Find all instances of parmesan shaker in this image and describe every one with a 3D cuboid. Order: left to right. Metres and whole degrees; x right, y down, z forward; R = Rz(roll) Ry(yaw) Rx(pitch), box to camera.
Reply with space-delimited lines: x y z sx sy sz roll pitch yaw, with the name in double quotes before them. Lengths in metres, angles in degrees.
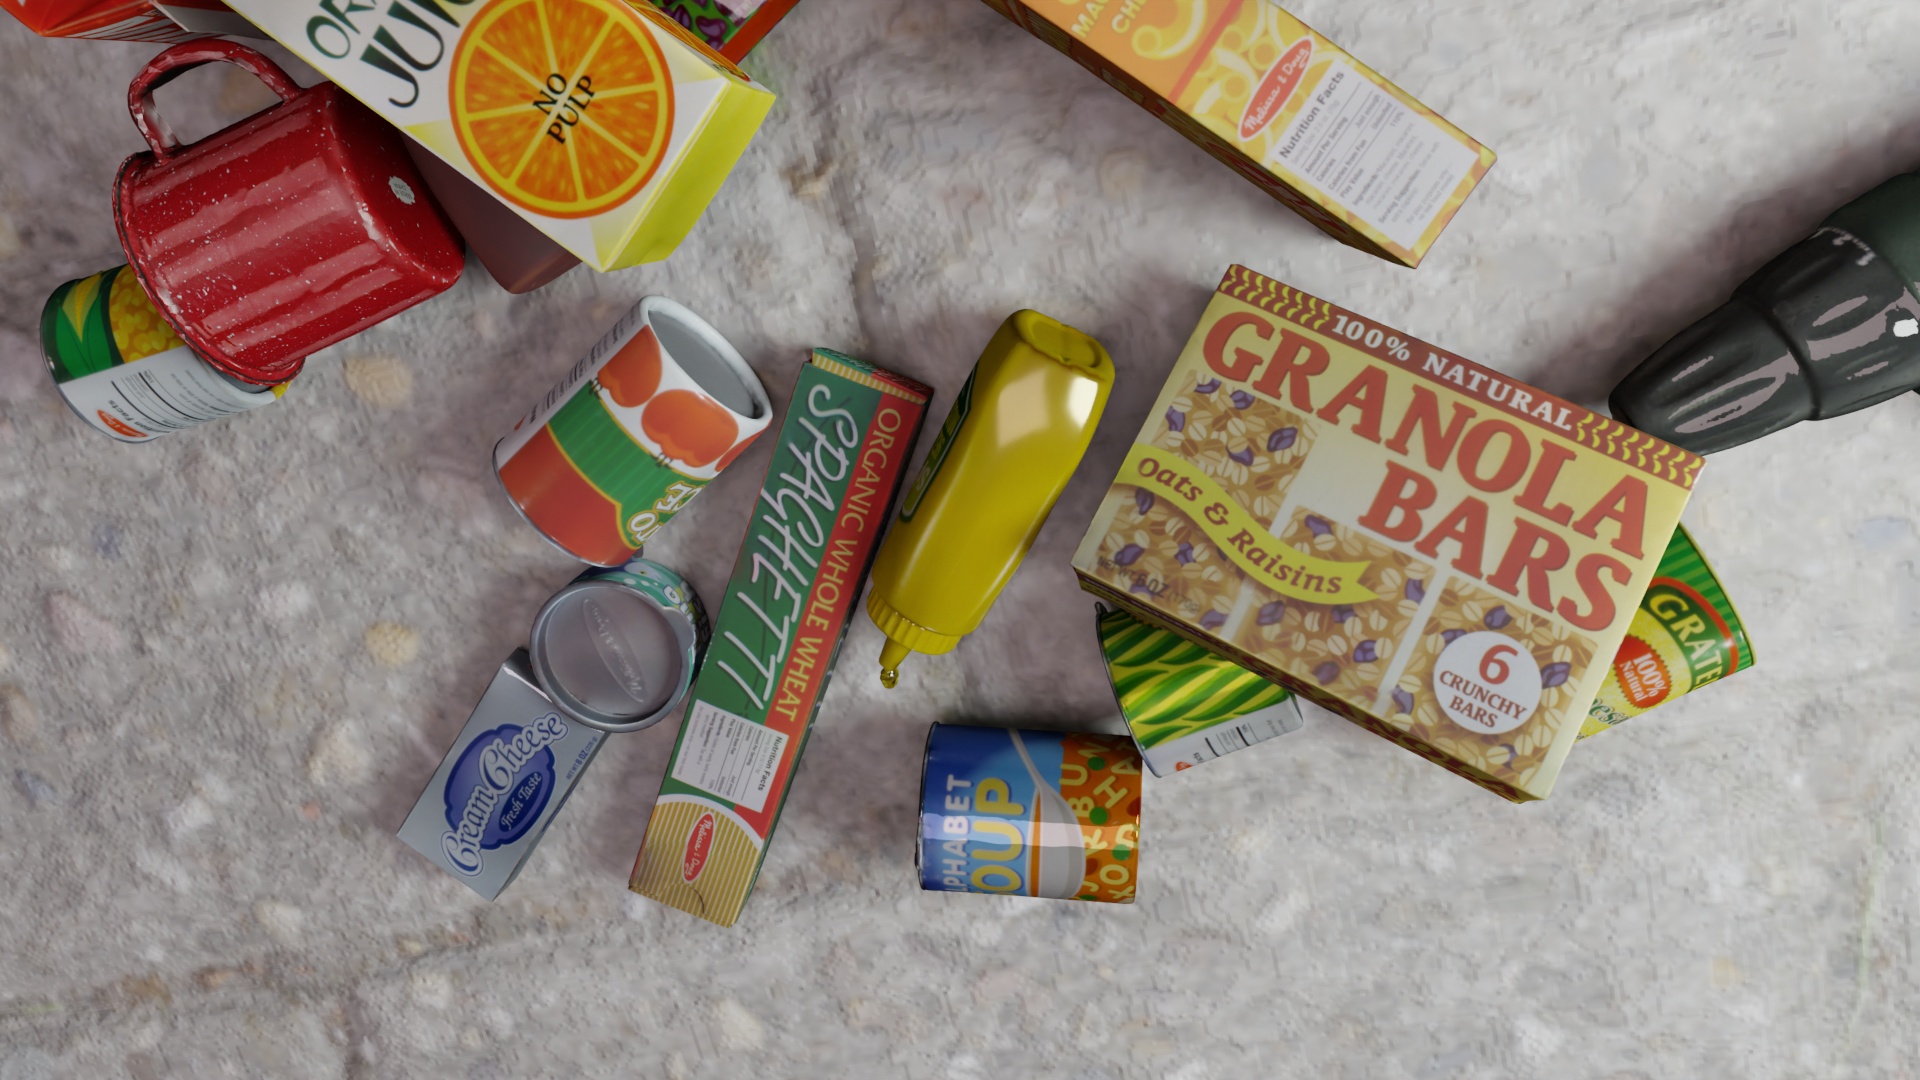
"parmesan shaker" 0.220 0.040 0.504 0.103 0.071 0.071 -29 101 15

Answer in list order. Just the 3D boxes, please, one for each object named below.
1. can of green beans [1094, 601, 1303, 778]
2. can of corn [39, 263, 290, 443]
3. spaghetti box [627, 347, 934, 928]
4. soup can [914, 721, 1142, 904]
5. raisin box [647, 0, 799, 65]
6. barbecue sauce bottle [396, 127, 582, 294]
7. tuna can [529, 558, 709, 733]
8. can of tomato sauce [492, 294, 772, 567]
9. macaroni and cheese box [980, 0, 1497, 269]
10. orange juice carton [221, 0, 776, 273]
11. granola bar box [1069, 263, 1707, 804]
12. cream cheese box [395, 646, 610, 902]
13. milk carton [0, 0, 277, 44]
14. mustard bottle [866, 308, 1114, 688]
"can of green beans" 0.090 0.049 0.522 0.058 0.071 0.071 -22 103 13
"can of corn" -0.303 -0.079 0.536 0.058 0.071 0.071 -14 105 11
"spaghetti box" -0.075 0.044 0.562 0.050 0.029 0.249 22 108 0
"soup can" 0.028 0.108 0.546 0.084 0.071 0.071 3 107 6
"raisin box" -0.123 -0.215 0.484 0.086 0.040 0.123 -40 98 17
"barbecue sauce bottle" -0.181 -0.167 0.504 0.065 0.044 0.148 -31 100 14
"tuna can" -0.136 0.041 0.566 0.071 0.033 0.070 2 107 7
"can of tomato sauce" -0.121 -0.040 0.523 0.083 0.071 0.071 -41 98 16
"macaroni and cheese box" 0.073 -0.151 0.434 0.166 0.124 0.040 33 106 -3
"orange juice carton" -0.162 -0.171 0.441 0.192 0.072 0.073 36 104 -5
"granola bar box" 0.139 -0.005 0.469 0.166 0.039 0.124 27 82 15
"cream cheese box" -0.194 0.101 0.597 0.053 0.024 0.103 35 108 -3
"milk carton" -0.325 -0.238 0.486 0.190 0.072 0.073 39 108 -4
"mustard bottle" 0.002 -0.007 0.519 0.049 0.065 0.159 26 112 -7
